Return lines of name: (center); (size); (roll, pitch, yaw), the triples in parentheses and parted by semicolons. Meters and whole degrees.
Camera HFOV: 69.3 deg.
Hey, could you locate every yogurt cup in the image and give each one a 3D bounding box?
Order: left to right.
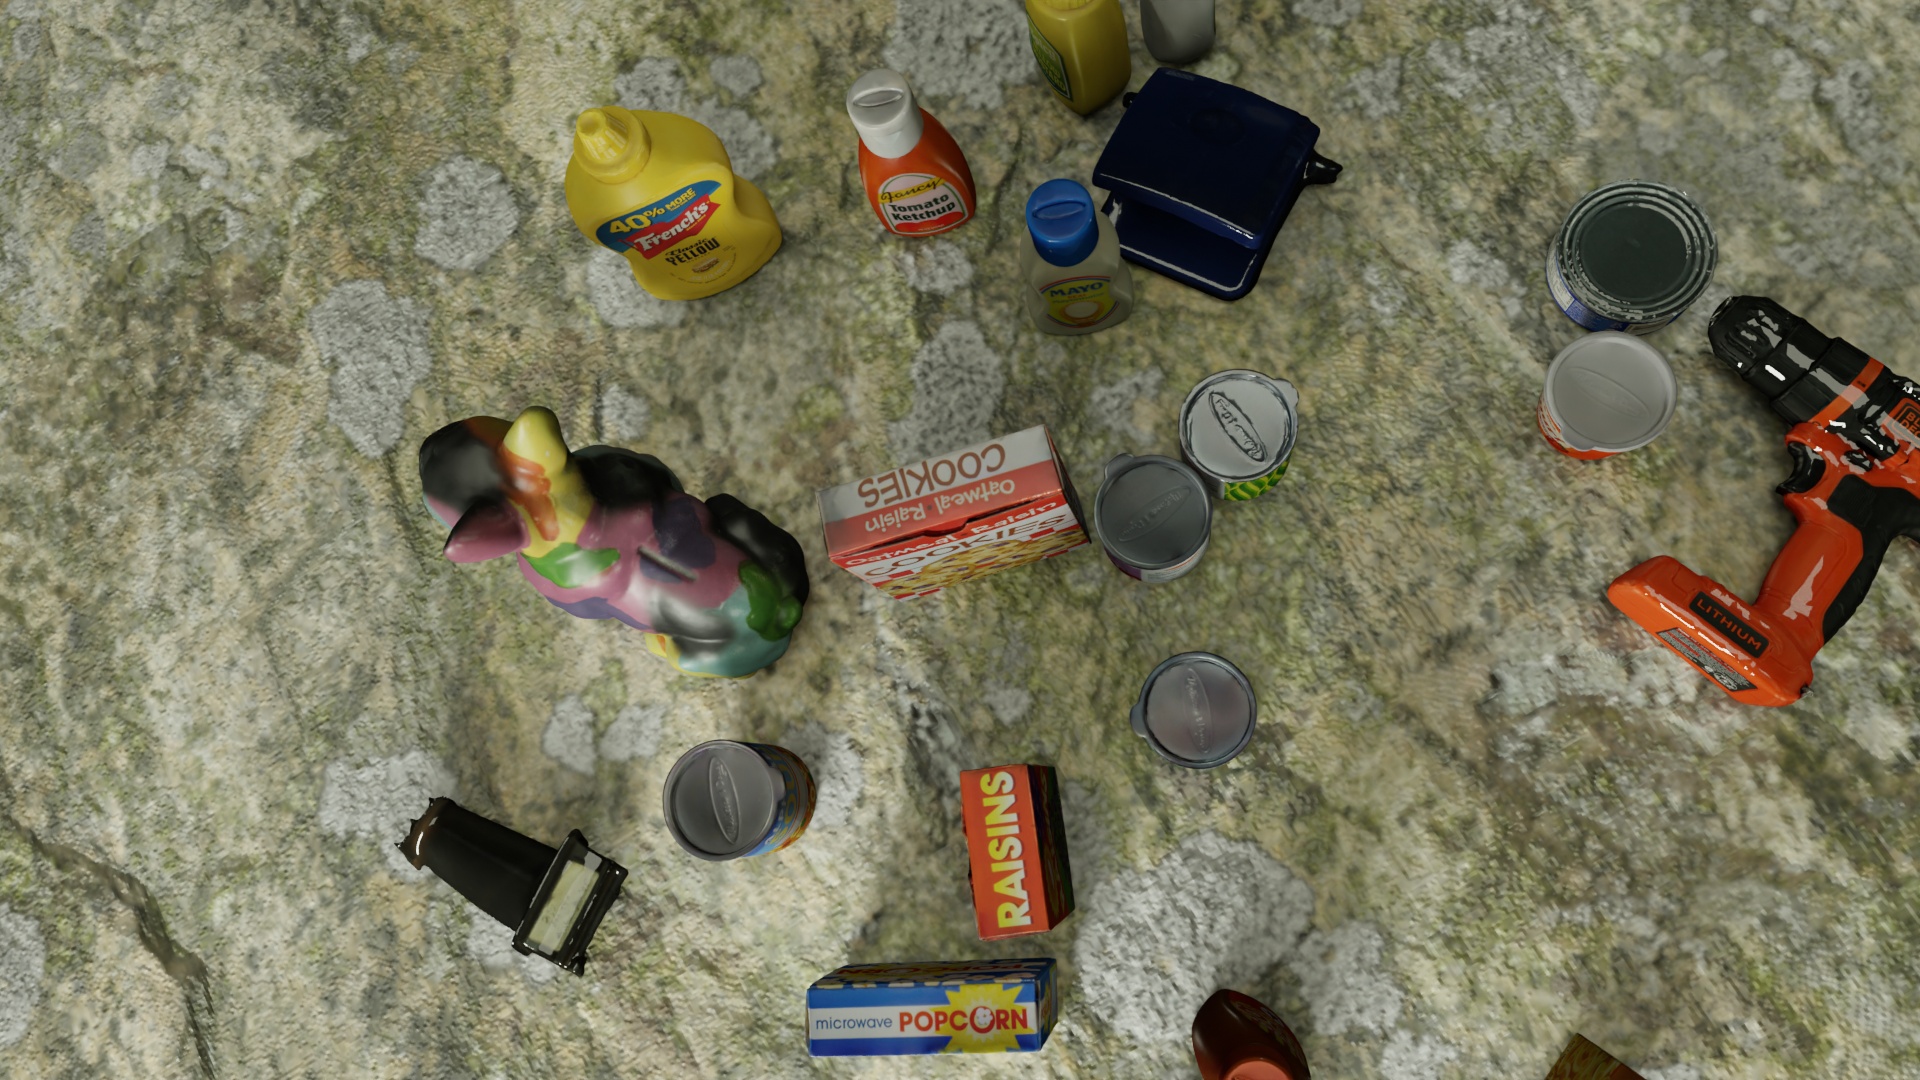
yogurt cup: (0.356, -0.077, 0.775); (0.072, 0.054, 0.072); (-2, 80, 10)

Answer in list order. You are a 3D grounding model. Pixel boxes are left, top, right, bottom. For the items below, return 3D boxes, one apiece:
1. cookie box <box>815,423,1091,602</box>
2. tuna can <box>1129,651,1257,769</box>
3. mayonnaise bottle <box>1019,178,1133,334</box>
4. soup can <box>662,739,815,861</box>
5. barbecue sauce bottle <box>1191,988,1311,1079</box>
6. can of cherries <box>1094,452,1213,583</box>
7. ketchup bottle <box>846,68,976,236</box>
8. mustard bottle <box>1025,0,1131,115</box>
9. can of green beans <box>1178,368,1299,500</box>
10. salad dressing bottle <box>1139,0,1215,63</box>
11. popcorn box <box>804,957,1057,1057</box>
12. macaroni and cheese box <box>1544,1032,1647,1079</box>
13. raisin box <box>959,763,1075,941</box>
cookie box: (0.003, -0.010, 0.765); (0.123, 0.167, 0.040); (-17, 78, 7)
tuna can: (0.133, 0.098, 0.792); (0.071, 0.033, 0.071); (-2, 80, 10)
mayonnaise bottle: (0.063, -0.159, 0.793); (0.065, 0.148, 0.041); (-9, 79, 8)
soup can: (-0.122, 0.149, 0.801); (0.071, 0.083, 0.071); (-2, 80, 10)
barbecue sauce bottle: (0.147, 0.266, 0.699); (0.065, 0.148, 0.043); (38, 88, 14)
can of cherries: (0.111, -0.014, 0.804); (0.071, 0.058, 0.071); (-2, 80, 10)
ketchup bottle: (-0.032, -0.227, 0.821); (0.065, 0.148, 0.043); (-10, 79, 8)
mustard bottle: (0.066, -0.309, 0.814); (0.049, 0.160, 0.065); (-35, 76, 3)
can of green beans: (0.160, -0.060, 0.804); (0.071, 0.057, 0.071); (-2, 80, 10)
salad dressing bottle: (0.126, -0.336, 0.815); (0.044, 0.147, 0.064); (-19, 78, 6)
popcorn box: (-0.013, 0.255, 0.762); (0.127, 0.085, 0.038); (-5, 79, 9)
macaroni and cheese box: (0.294, 0.309, 0.657); (0.040, 0.166, 0.124); (35, 88, 14)
raisin box: (0.032, 0.165, 0.751); (0.040, 0.123, 0.086); (-9, 79, 8)
